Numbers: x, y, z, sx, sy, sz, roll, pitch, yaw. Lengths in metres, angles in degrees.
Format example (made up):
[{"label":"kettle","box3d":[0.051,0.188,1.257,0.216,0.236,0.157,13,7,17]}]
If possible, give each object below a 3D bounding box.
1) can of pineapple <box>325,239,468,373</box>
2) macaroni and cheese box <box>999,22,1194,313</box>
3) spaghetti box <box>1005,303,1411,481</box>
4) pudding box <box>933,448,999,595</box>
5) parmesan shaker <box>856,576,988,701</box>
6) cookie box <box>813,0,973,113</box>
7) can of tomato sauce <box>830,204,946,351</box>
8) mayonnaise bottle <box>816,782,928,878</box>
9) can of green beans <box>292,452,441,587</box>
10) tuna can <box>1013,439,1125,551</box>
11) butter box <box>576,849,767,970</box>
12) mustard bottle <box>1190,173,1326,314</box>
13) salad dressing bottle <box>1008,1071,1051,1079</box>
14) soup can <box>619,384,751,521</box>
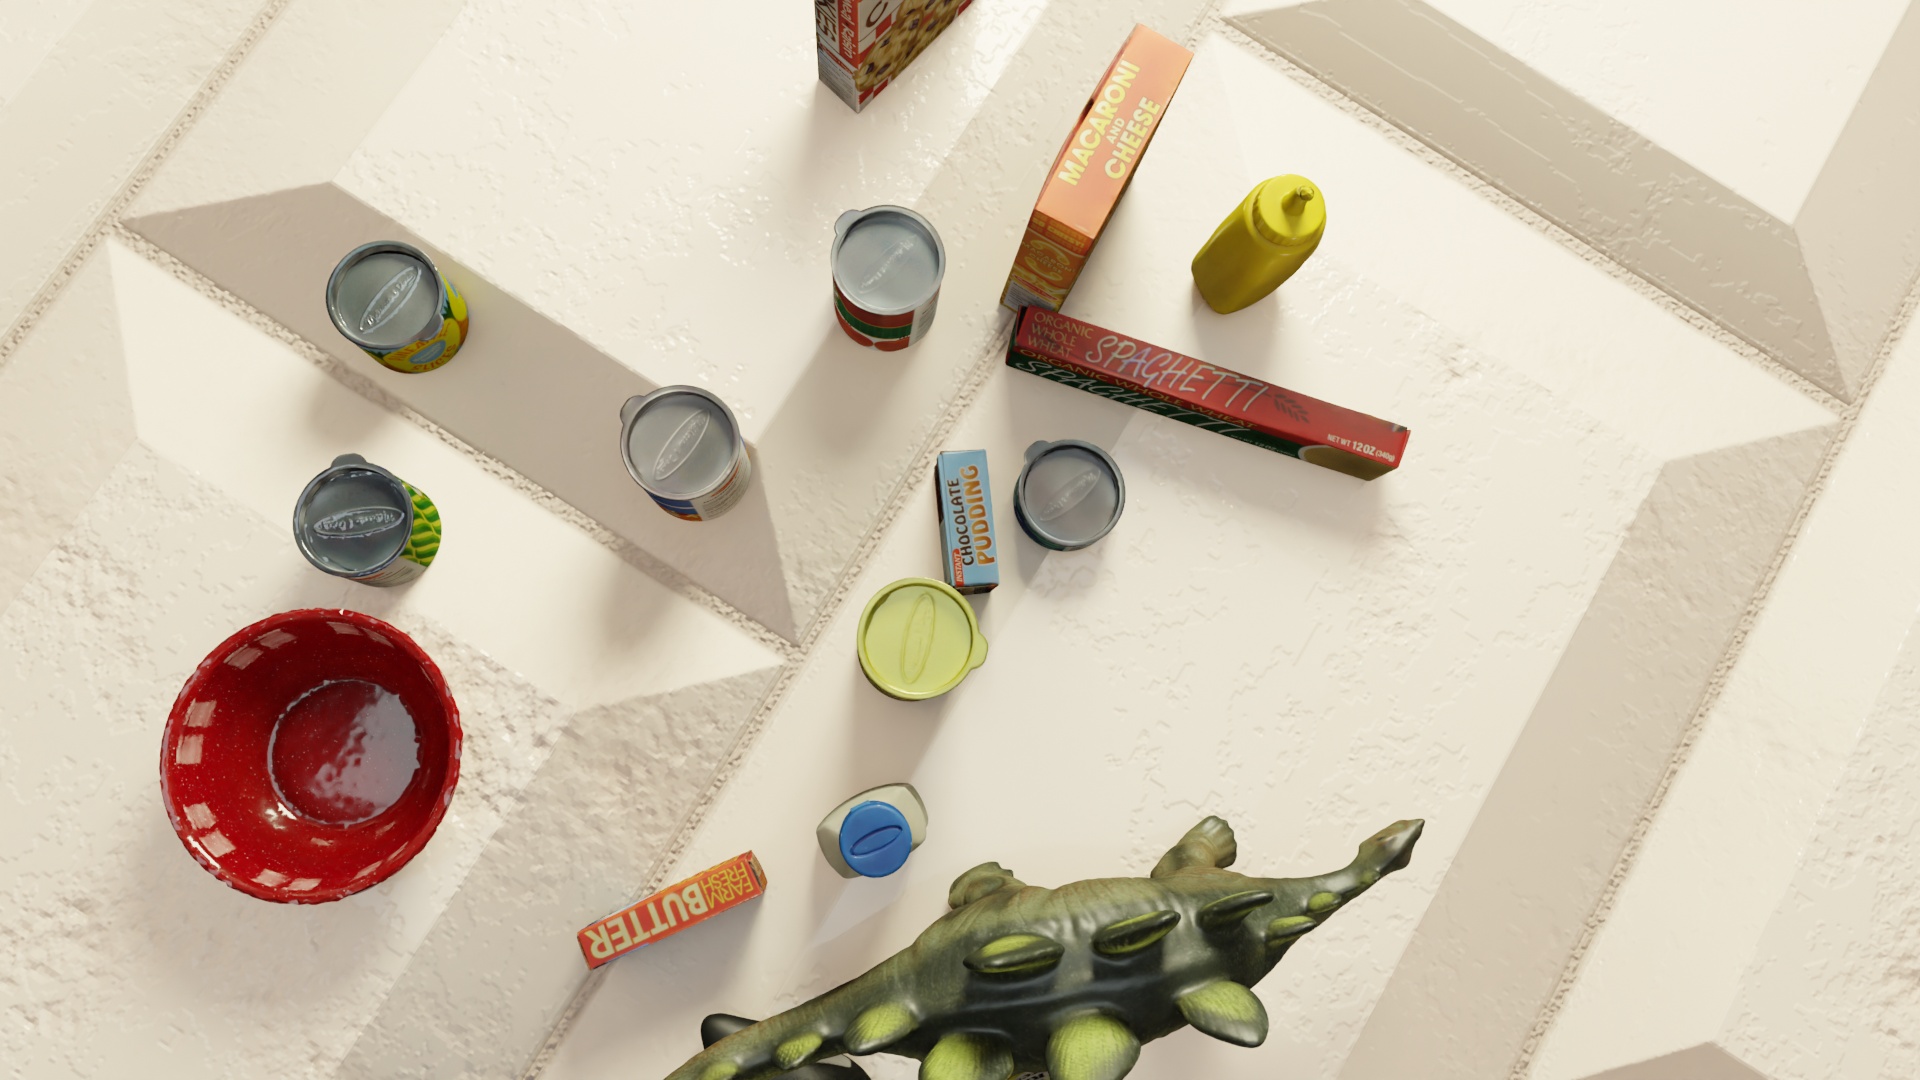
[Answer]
[{"label":"can of pineapple","box3d":[-0.332,-0.136,0.825,0.071,0.058,0.071,1,82,-4]},{"label":"macaroni and cheese box","box3d":[0.074,-0.206,0.812,0.040,0.166,0.124,28,81,0]},{"label":"spaghetti box","box3d":[0.149,-0.090,0.859,0.250,0.050,0.029,18,81,-2]},{"label":"pudding box","box3d":[0.003,-0.010,0.836,0.030,0.049,0.084,-5,82,-5]},{"label":"parmesan shaker","box3d":[-0.024,0.060,0.796,0.071,0.103,0.071,1,82,-4]},{"label":"cookie box","box3d":[-0.033,-0.343,0.824,0.040,0.167,0.123,43,81,2]},{"label":"can of tomato sauce","box3d":[-0.046,-0.157,0.838,0.071,0.083,0.071,1,82,-4]},{"label":"mayonnaise bottle","box3d":[-0.047,0.159,0.757,0.065,0.148,0.041,-25,85,-7]},{"label":"can of green beans","box3d":[-0.342,-0.008,0.805,0.071,0.057,0.071,1,82,-4]},{"label":"tuna can","box3d":[0.064,-0.029,0.852,0.071,0.033,0.071,1,81,-4]},{"label":"butter box","box3d":[-0.162,0.208,0.789,0.104,0.053,0.024,-23,84,-7]},{"label":"mustard bottle","box3d":[0.182,-0.180,0.820,0.065,0.160,0.049,-32,85,-8]},{"label":"salad dressing bottle","box3d":[0.043,0.316,0.740,0.064,0.147,0.044,-27,85,-7]},{"label":"soup can","box3d":[-0.161,-0.051,0.812,0.071,0.083,0.071,1,82,-4]}]
